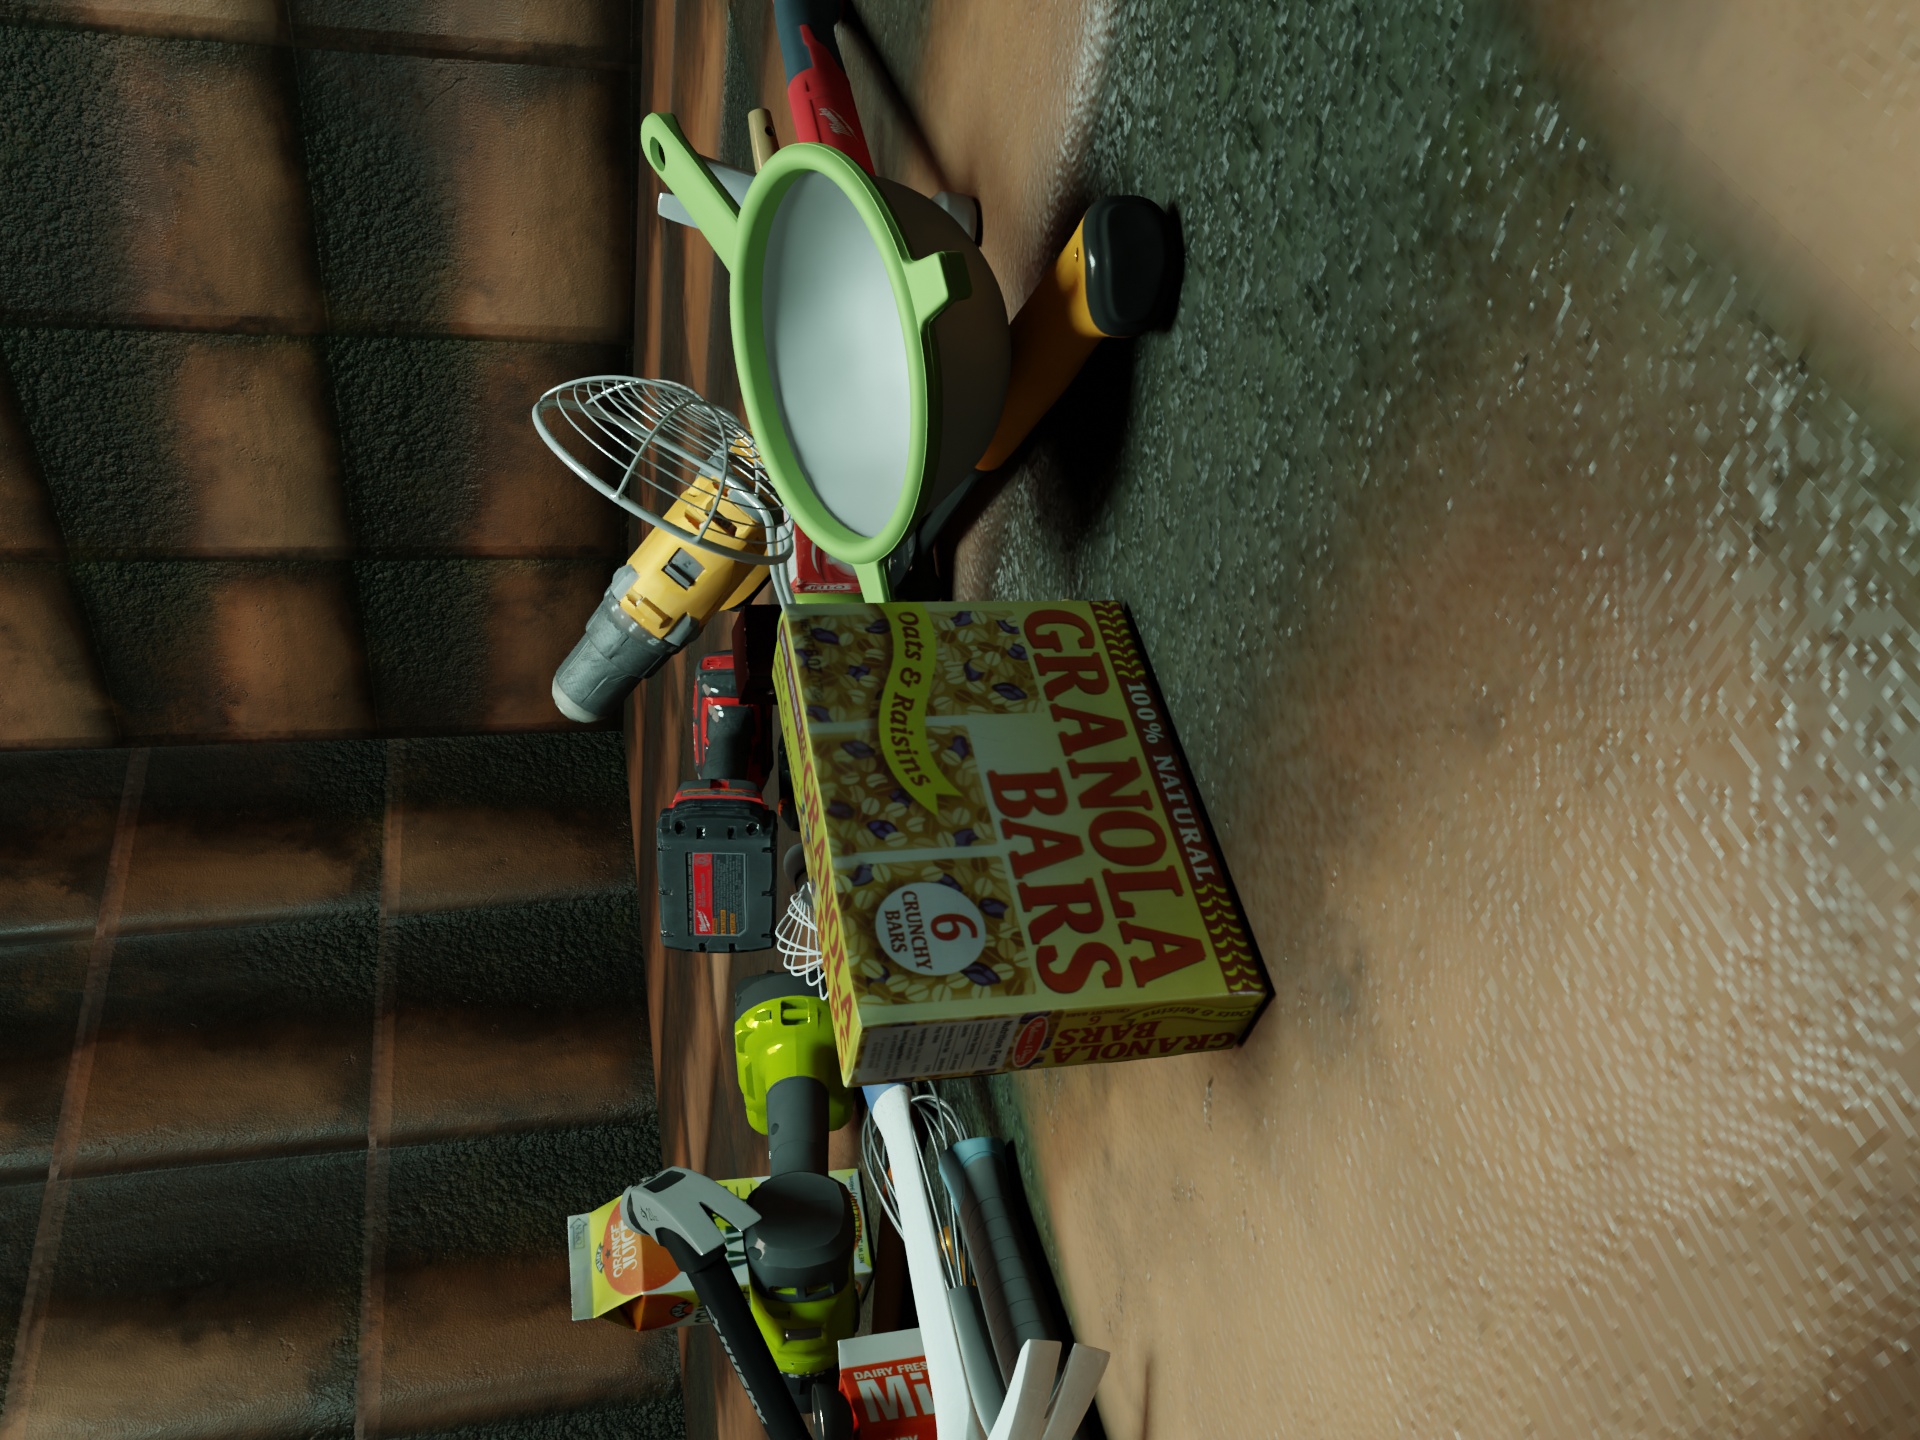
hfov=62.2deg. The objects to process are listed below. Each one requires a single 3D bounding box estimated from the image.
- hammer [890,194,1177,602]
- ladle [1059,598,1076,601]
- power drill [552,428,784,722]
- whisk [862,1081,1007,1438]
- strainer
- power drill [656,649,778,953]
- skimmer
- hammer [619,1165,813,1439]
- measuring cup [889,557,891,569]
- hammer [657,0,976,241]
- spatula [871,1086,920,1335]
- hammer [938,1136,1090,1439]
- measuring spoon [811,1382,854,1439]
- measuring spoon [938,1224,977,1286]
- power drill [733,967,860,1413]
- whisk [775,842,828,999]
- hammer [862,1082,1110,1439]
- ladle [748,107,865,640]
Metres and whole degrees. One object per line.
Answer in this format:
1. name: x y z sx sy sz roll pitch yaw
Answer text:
1. hammer: 0.012 -0.130 0.666 0.337 0.034 0.127 143 122 -72
2. ladle: -0.001 -0.002 0.750 0.315 0.031 0.069 138 127 -68
3. power drill: -0.167 -0.094 1.000 0.185 0.084 0.226 -48 8 14
4. whisk: 0.001 0.270 0.745 0.055 0.055 0.239 104 154 -45
5. strainer: -0.050 -0.173 0.622 0.257 0.069 0.151 55 147 35
6. power drill: -0.168 0.060 1.141 0.220 0.078 0.143 -97 10 -57
7. skimmer: -0.107 -0.025 0.806 0.127 0.090 0.362 47 162 38
8. hammer: -0.081 0.391 0.835 0.335 0.035 0.146 63 151 3
9. measuring cup: -0.053 -0.088 0.769 0.083 0.038 0.167 -129 40 -64
10. hammer: -0.091 -0.343 0.855 0.387 0.143 0.038 -104 25 -49
11. spatula: -0.048 0.293 0.925 0.081 0.041 0.322 -98 12 -62
12. hammer: 0.042 0.291 0.610 0.331 0.033 0.128 -113 27 -53
13. measuring spoon: -0.059 0.361 0.756 0.034 0.018 0.124 -115 23 -56
14. measuring spoon: 0.005 0.294 0.785 0.117 0.011 0.021 -120 32 -60
15. power drill: -0.097 0.286 0.972 0.229 0.080 0.190 -99 8 -50
16. whisk: -0.096 0.119 1.054 0.285 0.070 0.070 -146 56 -77
17. hammer: -0.026 0.180 0.729 0.144 0.035 0.406 -59 26 25
18. ladle: -0.088 -0.177 0.882 0.062 0.078 0.320 -13 87 53
